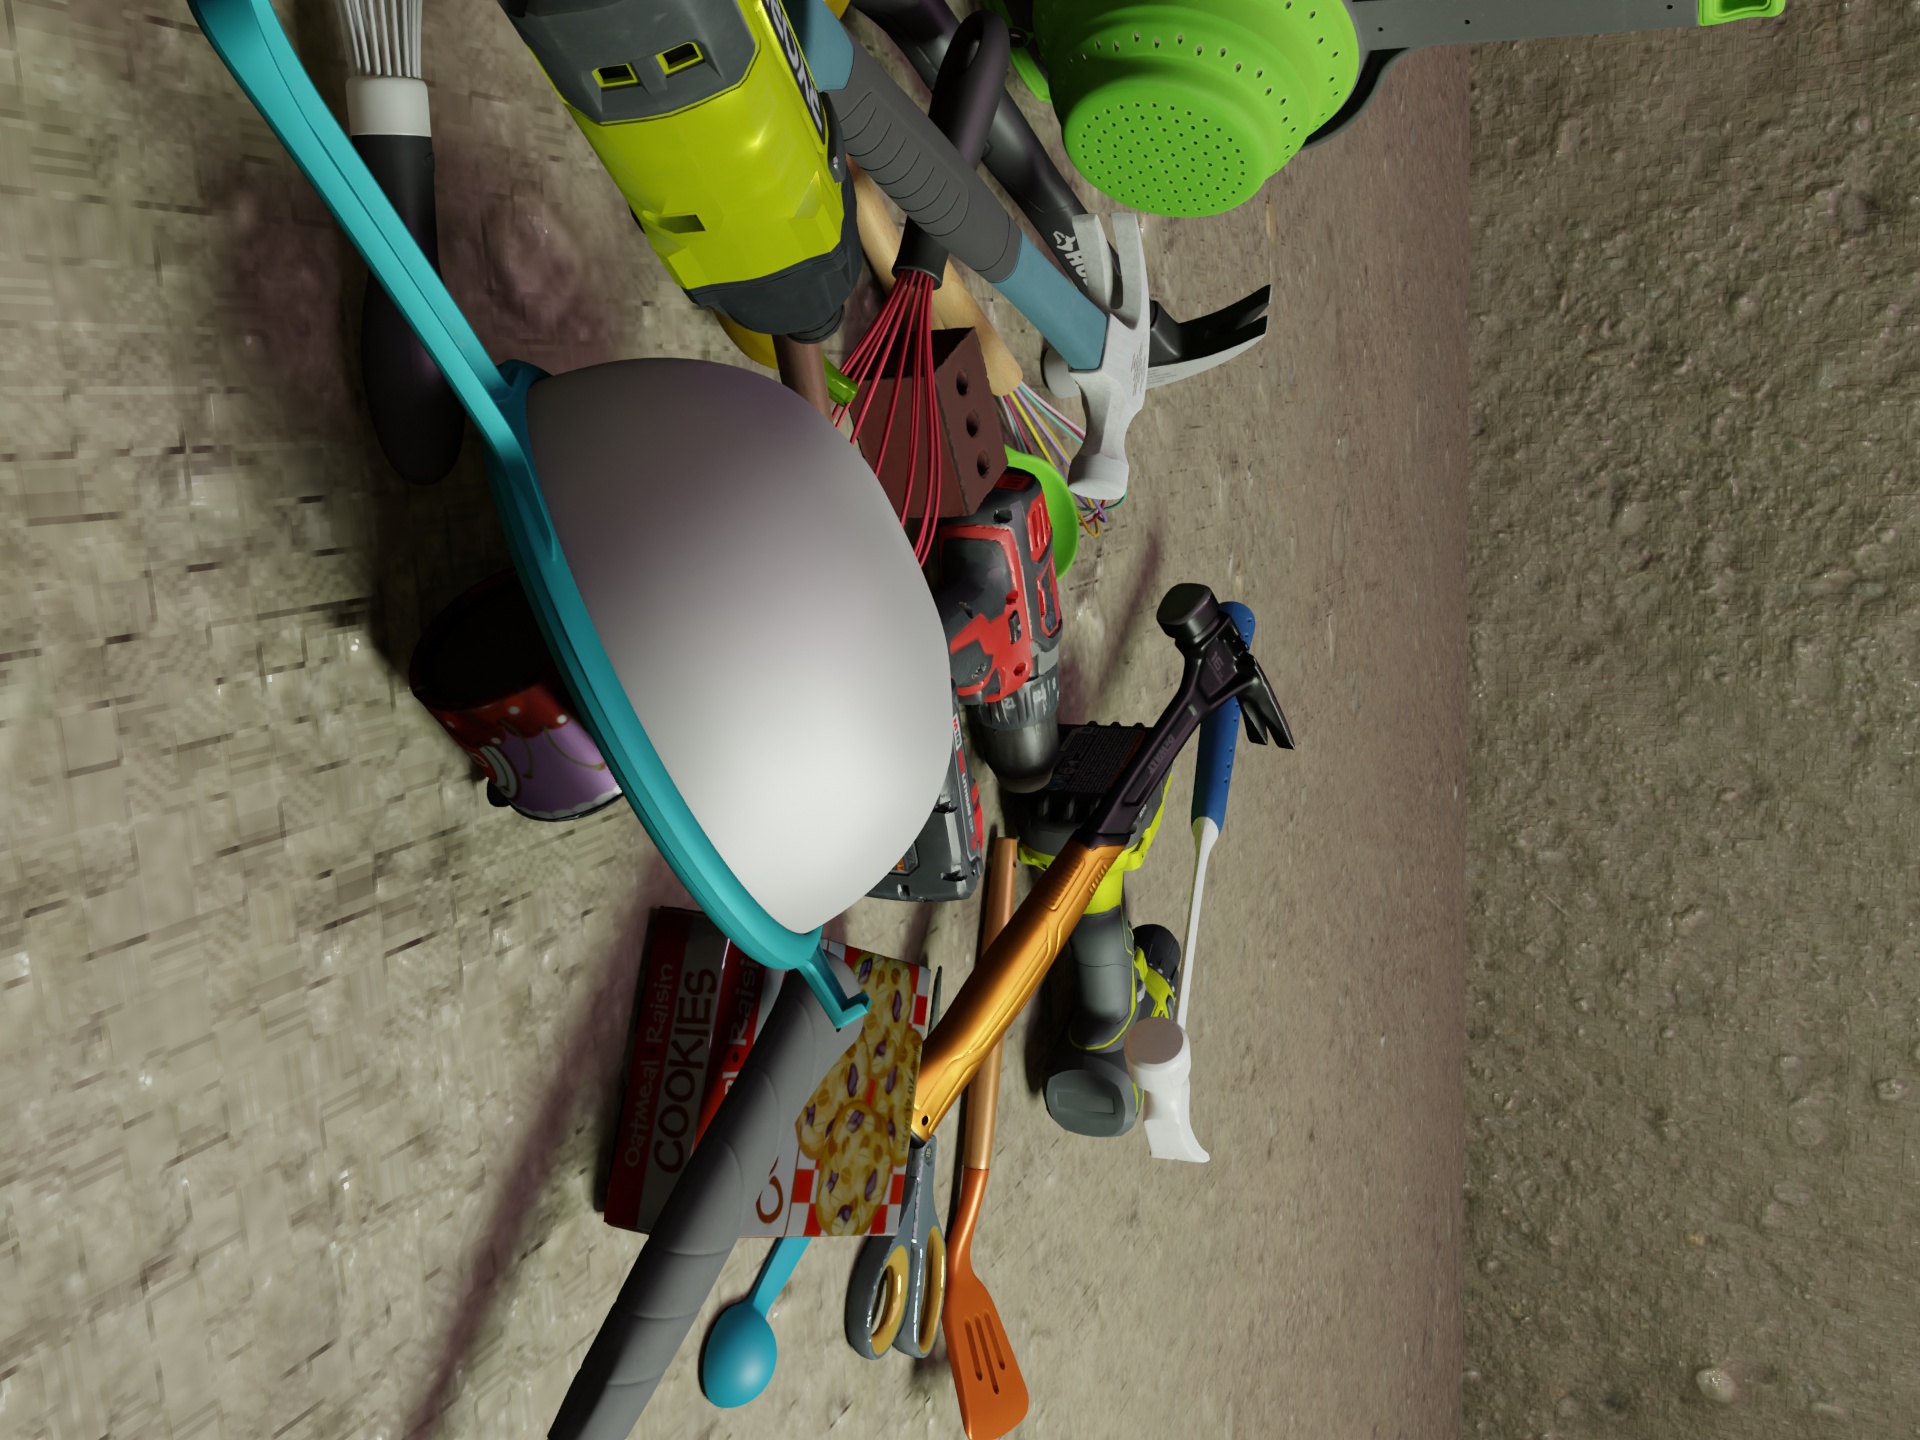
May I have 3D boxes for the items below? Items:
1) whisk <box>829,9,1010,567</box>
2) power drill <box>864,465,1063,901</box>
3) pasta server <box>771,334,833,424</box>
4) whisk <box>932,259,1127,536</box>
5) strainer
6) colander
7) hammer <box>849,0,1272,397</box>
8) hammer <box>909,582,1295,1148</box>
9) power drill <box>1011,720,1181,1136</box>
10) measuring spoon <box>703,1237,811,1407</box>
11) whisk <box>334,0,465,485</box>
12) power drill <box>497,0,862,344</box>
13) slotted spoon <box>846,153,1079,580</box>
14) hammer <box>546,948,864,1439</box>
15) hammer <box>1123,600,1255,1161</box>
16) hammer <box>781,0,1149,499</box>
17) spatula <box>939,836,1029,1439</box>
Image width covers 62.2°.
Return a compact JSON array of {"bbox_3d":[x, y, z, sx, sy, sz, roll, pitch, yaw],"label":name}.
[{"bbox_3d":[-0.024,-0.177,0.702,0.073,0.073,0.296,28,75,-62],"label":"whisk"},{"bbox_3d":[-0.001,-0.003,0.794,0.227,0.080,0.187,-58,146,-52],"label":"power drill"},{"bbox_3d":[-0.073,-0.237,0.593,0.060,0.040,0.316,6,72,-69],"label":"pasta server"},{"bbox_3d":[0.036,-0.176,0.895,0.244,0.051,0.047,45,58,-53],"label":"whisk"},{"bbox_3d":[-0.077,-0.073,0.463,0.340,0.095,0.211,64,3,-48],"label":"strainer"},{"bbox_3d":[0.188,-0.323,0.797,0.204,0.397,0.094,41,61,-58],"label":"colander"},{"bbox_3d":[0.043,-0.280,0.826,0.334,0.146,0.035,39,54,-49],"label":"hammer"},{"bbox_3d":[0.065,0.087,0.852,0.337,0.034,0.127,-52,126,-21],"label":"hammer"},{"bbox_3d":[0.098,0.120,1.008,0.191,0.080,0.228,-51,139,-58],"label":"power drill"},{"bbox_3d":[-0.075,0.250,0.715,0.129,0.021,0.042,-57,141,-48],"label":"measuring spoon"},{"bbox_3d":[-0.166,-0.209,0.454,0.070,0.070,0.284,-31,125,-60],"label":"whisk"},{"bbox_3d":[-0.076,-0.229,0.448,0.171,0.080,0.223,57,22,-68],"label":"power drill"},{"bbox_3d":[-0.007,-0.182,0.820,0.070,0.031,0.313,-53,140,-18],"label":"slotted spoon"},{"bbox_3d":[-0.136,0.251,0.516,0.409,0.036,0.149,-62,143,-29],"label":"hammer"},{"bbox_3d":[0.150,0.081,0.988,0.143,0.035,0.406,76,22,-44],"label":"hammer"},{"bbox_3d":[0.011,-0.202,0.670,0.330,0.033,0.128,22,76,-61],"label":"hammer"},{"bbox_3d":[0.020,0.227,0.892,0.081,0.041,0.323,23,70,-62],"label":"spatula"}]
